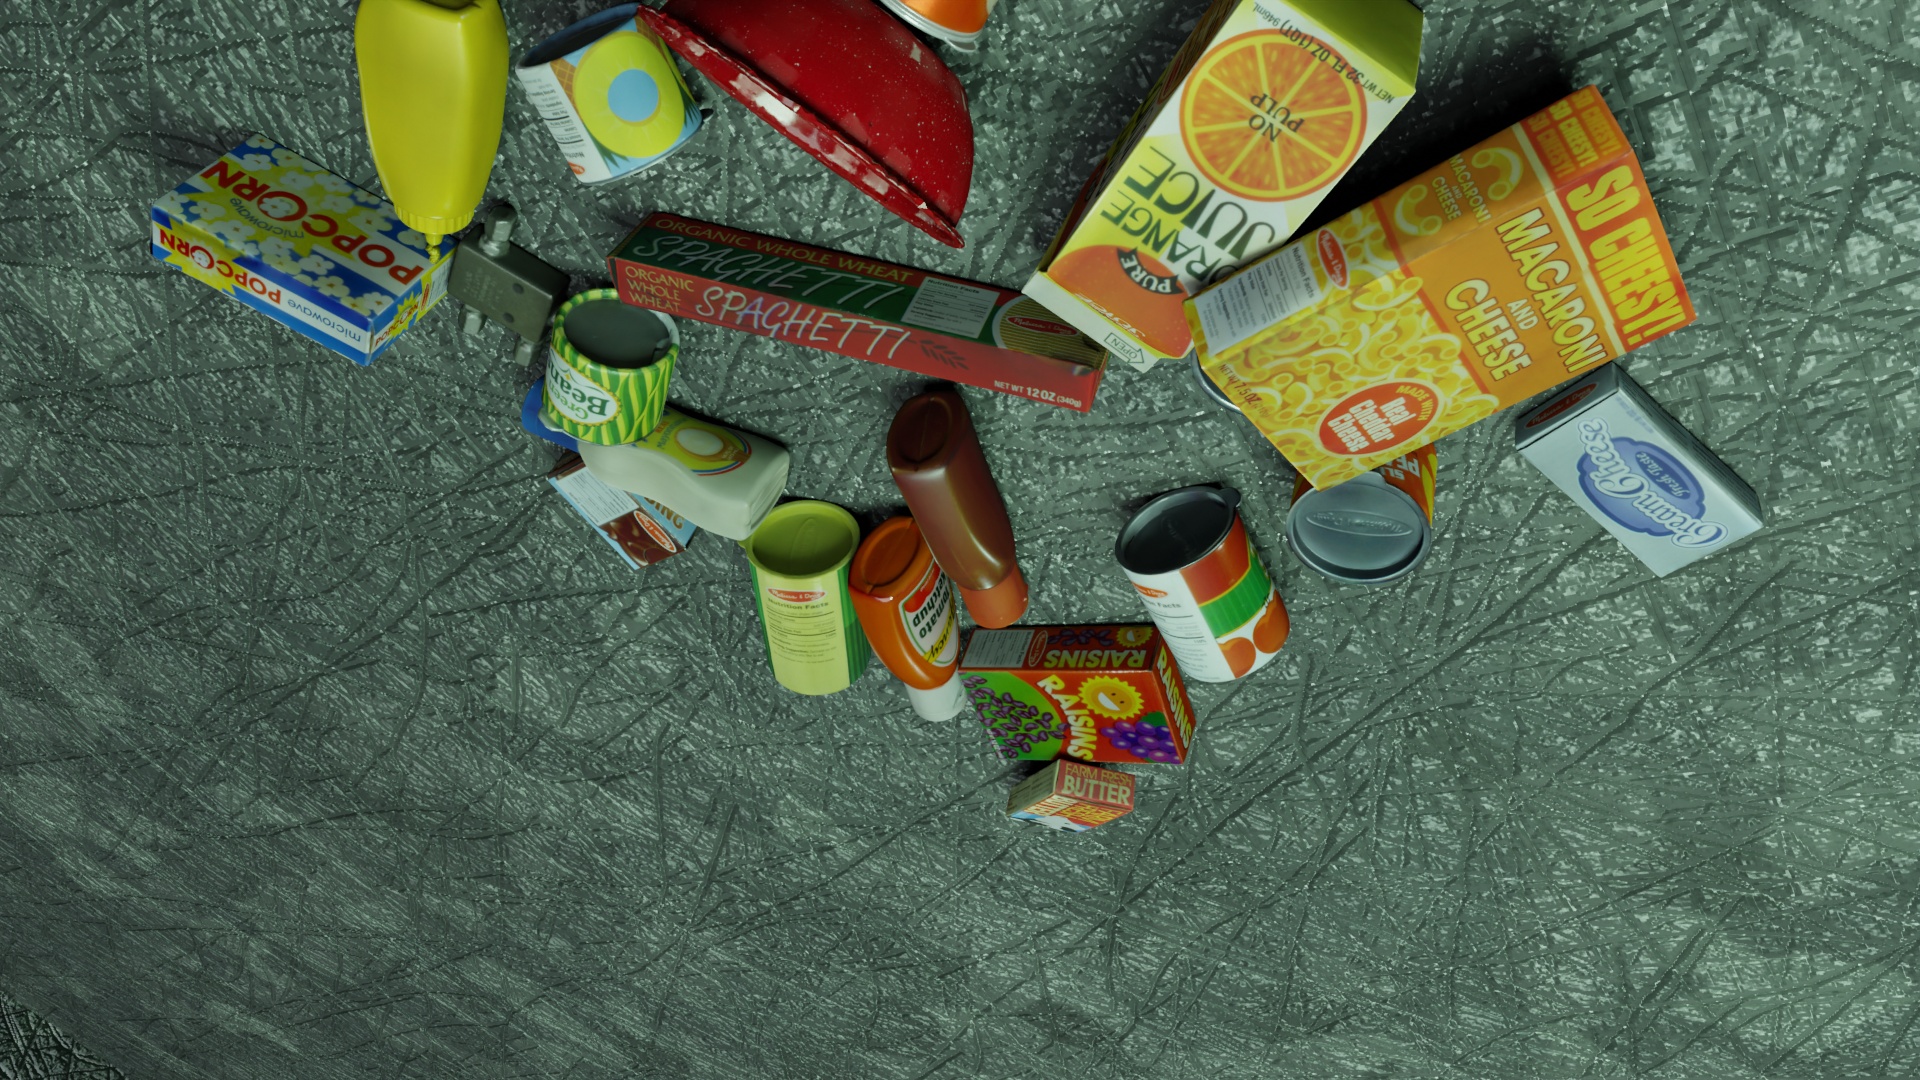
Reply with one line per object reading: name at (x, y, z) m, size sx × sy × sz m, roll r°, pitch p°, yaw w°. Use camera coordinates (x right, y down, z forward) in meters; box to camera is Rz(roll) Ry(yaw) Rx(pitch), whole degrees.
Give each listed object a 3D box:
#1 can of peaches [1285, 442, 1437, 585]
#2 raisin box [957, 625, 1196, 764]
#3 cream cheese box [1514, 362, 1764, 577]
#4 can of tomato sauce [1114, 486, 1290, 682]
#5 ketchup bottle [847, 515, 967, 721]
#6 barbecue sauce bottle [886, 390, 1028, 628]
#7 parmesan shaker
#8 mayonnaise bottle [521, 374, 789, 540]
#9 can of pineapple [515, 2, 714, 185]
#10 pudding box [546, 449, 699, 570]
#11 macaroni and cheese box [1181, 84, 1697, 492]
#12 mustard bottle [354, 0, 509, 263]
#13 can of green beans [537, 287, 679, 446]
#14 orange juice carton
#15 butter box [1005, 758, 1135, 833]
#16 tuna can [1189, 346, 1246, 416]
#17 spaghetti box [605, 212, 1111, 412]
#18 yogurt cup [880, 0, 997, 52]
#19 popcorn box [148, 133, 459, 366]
can of peaches at (0.193, -0.024, 0.666) m, size 0.071 × 0.058 × 0.070 m, roll 12°, pitch 135°, yaw 13°
raisin box at (0.071, 0.094, 0.842) m, size 0.123 × 0.040 × 0.085 m, roll -2°, pitch 130°, yaw 26°
cream cheese box at (0.310, -0.031, 0.635) m, size 0.104 × 0.024 × 0.053 m, roll 37°, pitch 135°, yaw -14°
can of tomato sauce at (0.130, 0.022, 0.732) m, size 0.071 × 0.071 × 0.083 m, roll -12°, pitch 126°, yaw 31°
ketchup bottle at (-0.027, 0.054, 0.831) m, size 0.043 × 0.065 × 0.148 m, roll 15°, pitch 145°, yaw 24°
barbecue sauce bottle at (0.003, -0.010, 0.758) m, size 0.043 × 0.065 × 0.148 m, roll -6°, pitch 138°, yaw 17°
parmesan shaker at (-0.092, 0.035, 0.833) m, size 0.071 × 0.072 × 0.102 m, roll 11°, pitch 135°, yaw 13°
mayonnaise bottle at (-0.176, -0.052, 0.791) m, size 0.148 × 0.065 × 0.041 m, roll 22°, pitch 133°, yaw 6°
can of pineapple at (-0.158, -0.205, 0.635) m, size 0.071 × 0.071 × 0.057 m, roll -6°, pitch 129°, yaw 27°
pudding box at (-0.205, -0.024, 0.850) m, size 0.049 × 0.030 × 0.083 m, roll -21°, pitch 121°, yaw 35°
macaroni and cheese box at (0.192, -0.093, 0.559) m, size 0.166 × 0.040 × 0.123 m, roll -27°, pitch 144°, yaw 24°
mustard bottle at (-0.262, -0.203, 0.690) m, size 0.065 × 0.049 × 0.159 m, roll 24°, pitch 137°, yaw -1°
can of green beans at (-0.189, -0.094, 0.751) m, size 0.071 × 0.071 × 0.057 m, roll 26°, pitch 136°, yaw -2°
orange juice carton at (0.099, -0.148, 0.575) m, size 0.072 × 0.073 × 0.191 m, roll 31°, pitch 136°, yaw -8°
butter box at (0.070, 0.165, 0.891) m, size 0.053 × 0.024 × 0.103 m, roll 14°, pitch 157°, yaw -11°
tuna can at (0.143, -0.092, 0.639) m, size 0.071 × 0.033 × 0.070 m, roll 12°, pitch 135°, yaw 12°
spaghetti box at (-0.049, -0.115, 0.685) m, size 0.250 × 0.050 × 0.028 m, roll 14°, pitch 134°, yaw 10°
yogurt cup at (-0.005, -0.238, 0.541) m, size 0.072 × 0.073 × 0.053 m, roll 36°, pitch 127°, yaw -13°
popcorn box at (-0.348, -0.156, 0.743) m, size 0.127 × 0.085 × 0.038 m, roll 28°, pitch 135°, yaw -4°
